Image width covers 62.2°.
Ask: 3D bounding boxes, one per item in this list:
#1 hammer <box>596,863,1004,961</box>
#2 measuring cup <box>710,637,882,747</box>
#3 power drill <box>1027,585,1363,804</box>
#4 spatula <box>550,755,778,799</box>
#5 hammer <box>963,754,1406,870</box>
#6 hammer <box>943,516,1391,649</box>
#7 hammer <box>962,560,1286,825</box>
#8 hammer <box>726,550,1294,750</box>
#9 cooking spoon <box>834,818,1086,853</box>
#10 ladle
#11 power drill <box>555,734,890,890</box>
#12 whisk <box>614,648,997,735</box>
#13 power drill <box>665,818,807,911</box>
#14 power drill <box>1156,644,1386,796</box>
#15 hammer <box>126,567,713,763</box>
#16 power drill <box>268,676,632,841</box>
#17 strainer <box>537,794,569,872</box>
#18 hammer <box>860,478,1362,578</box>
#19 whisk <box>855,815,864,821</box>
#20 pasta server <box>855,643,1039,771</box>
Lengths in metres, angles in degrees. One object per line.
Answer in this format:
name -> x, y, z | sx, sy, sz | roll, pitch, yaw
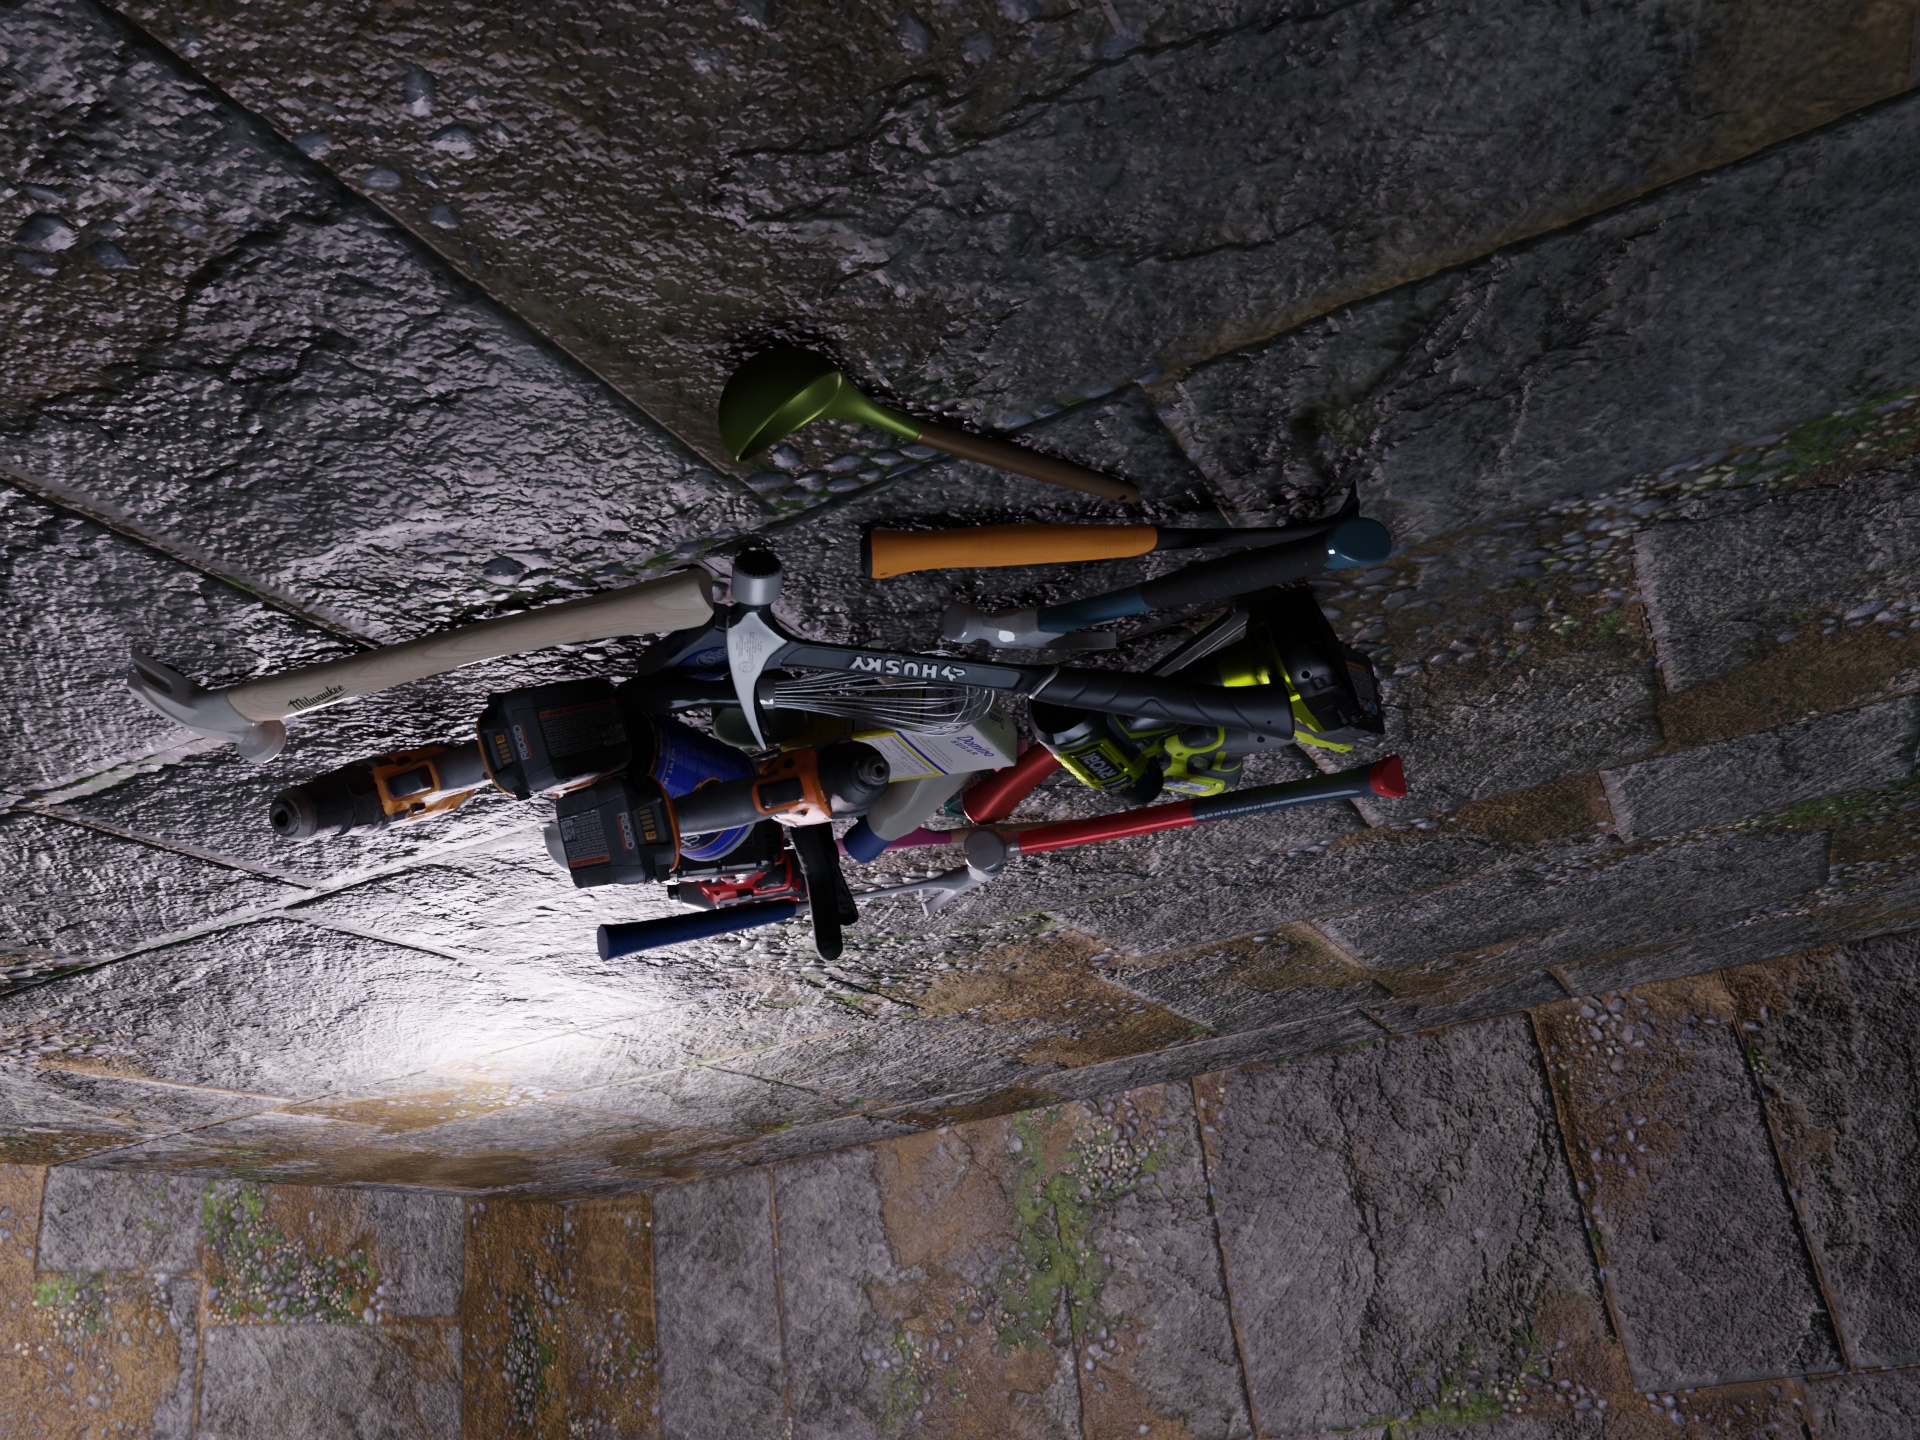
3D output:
hammer -> -0.159, 0.187, 1.576 | 0.405, 0.035, 0.144 | -7, 161, -29
measuring cup -> -0.127, -0.034, 1.244 | 0.167, 0.038, 0.083 | -32, 146, 27
power drill -> 0.186, -0.006, 1.237 | 0.228, 0.080, 0.190 | -21, 150, 19
spatula -> -0.210, 0.046, 1.415 | 0.322, 0.041, 0.081 | -16, 154, 10
hammer -> 0.203, 0.083, 1.435 | 0.386, 0.038, 0.143 | -11, 176, 14
hammer -> 0.143, -0.089, 1.098 | 0.128, 0.033, 0.331 | 4, 170, -42
hammer -> 0.119, -0.010, 1.314 | 0.149, 0.037, 0.359 | 13, 142, -40
hammer -> 0.038, -0.025, 1.126 | 0.409, 0.036, 0.149 | 7, 126, -3
cooking spoon -> 0.010, 0.116, 1.603 | 0.318, 0.017, 0.068 | -2, 160, -29
ladle -> -0.004, -0.160, 0.960 | 0.320, 0.062, 0.078 | 9, 146, -39
power drill -> -0.166, 0.061, 1.176 | 0.226, 0.084, 0.164 | -13, 179, -31
whisk -> -0.114, -0.019, 1.186 | 0.284, 0.070, 0.070 | -1, 156, -5
power drill -> -0.231, 0.139, 1.561 | 0.143, 0.079, 0.219 | -7, 160, -2
power drill -> 0.239, 0.005, 1.391 | 0.171, 0.080, 0.223 | 12, 153, -40
hammer -> -0.373, -0.051, 1.123 | 0.410, 0.038, 0.146 | -13, 155, 11
power drill -> -0.388, 0.037, 1.204 | 0.226, 0.084, 0.185 | -17, -179, 24
strainer -> -0.349, 0.095, 1.436 | 0.087, 0.050, 0.258 | 17, 156, -3
hammer -> 0.100, -0.122, 1.080 | 0.337, 0.034, 0.127 | -3, 172, -5
whisk -> -0.093, 0.084, 1.514 | 0.047, 0.051, 0.244 | -16, 159, 6
pasta server -> -0.002, -0.004, 1.360 | 0.060, 0.040, 0.316 | -18, 151, 24
